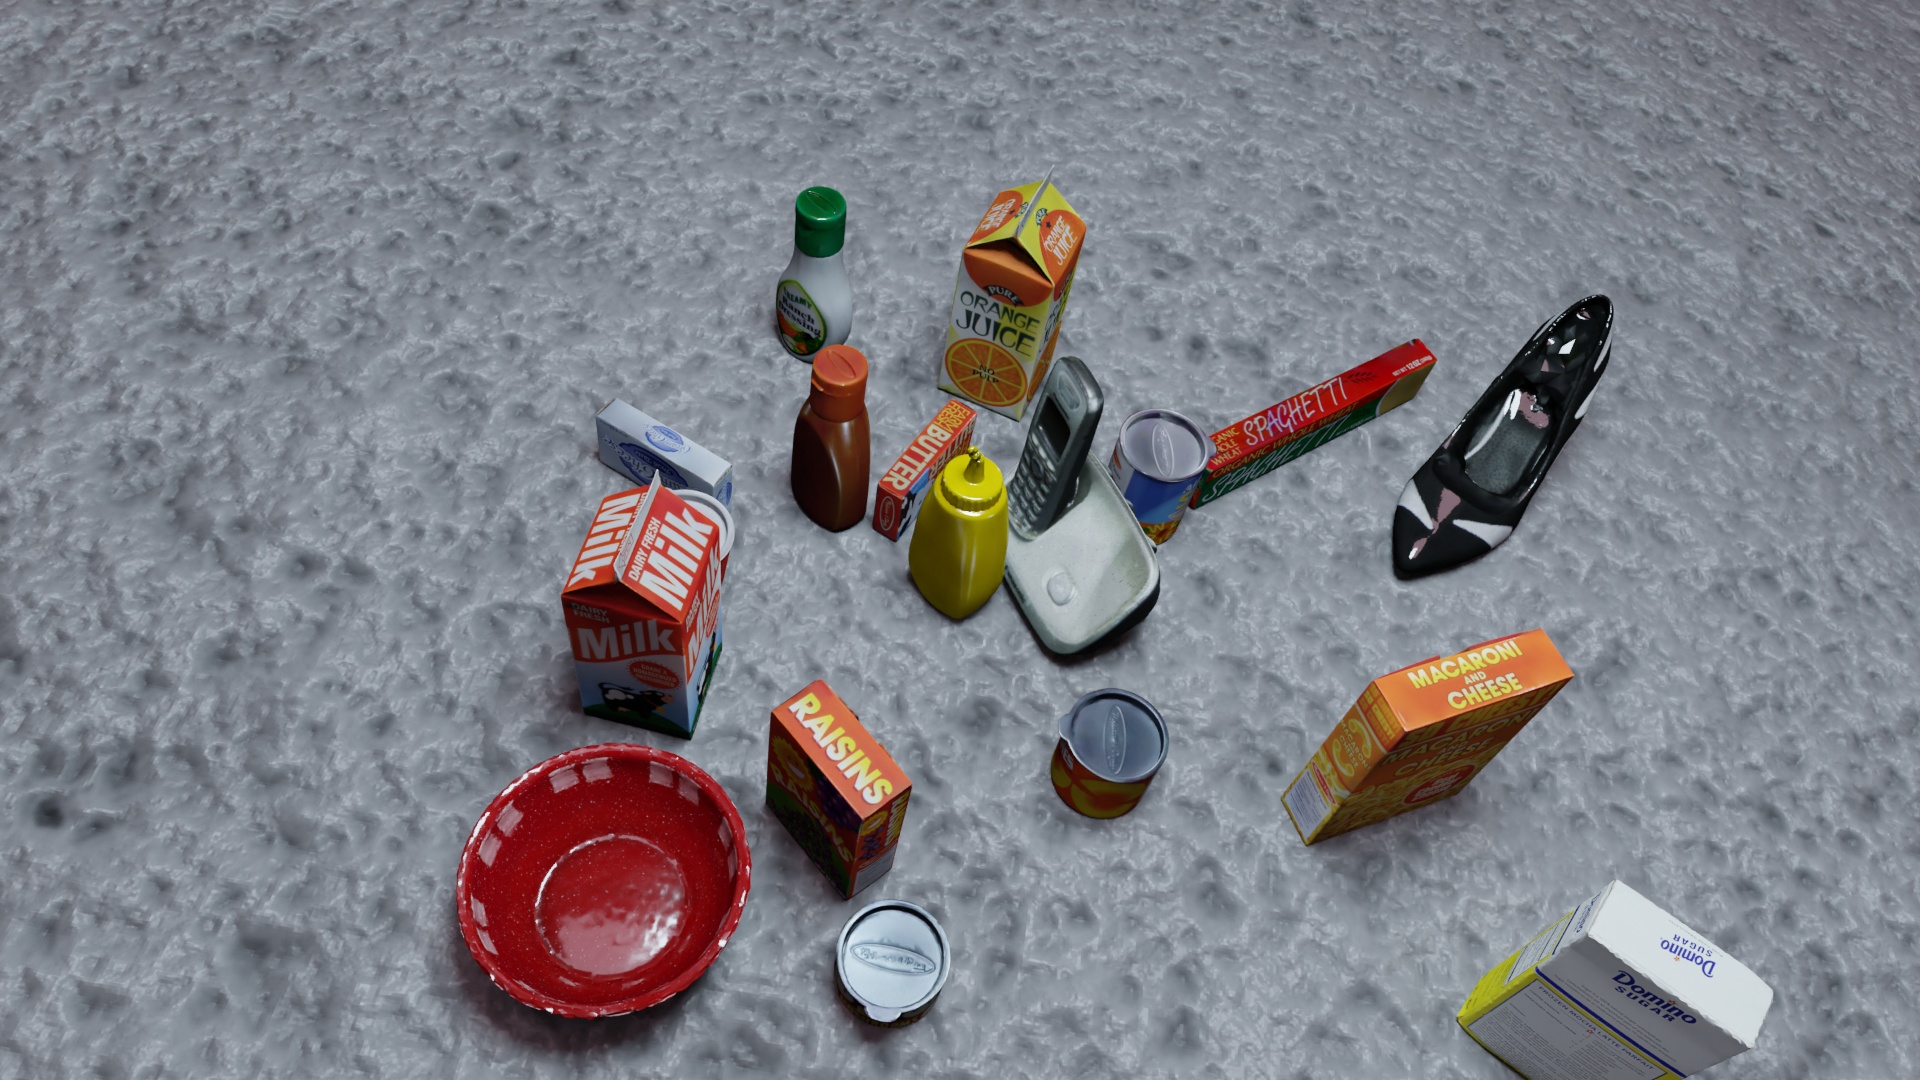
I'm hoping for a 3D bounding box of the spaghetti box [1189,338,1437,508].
[{"bbox_3d":[0.272,-0.094,1.092,0.251,0.050,0.029,-25,62,-24],"label":"spaghetti box"}]

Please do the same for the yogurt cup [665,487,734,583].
[{"bbox_3d":[-0.188,0.008,0.941,0.072,0.053,0.073,4,54,-6],"label":"yogurt cup"}]

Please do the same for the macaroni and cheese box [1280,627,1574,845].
[{"bbox_3d":[0.285,0.124,0.866,0.124,0.165,0.040,-14,58,-18],"label":"macaroni and cheese box"}]

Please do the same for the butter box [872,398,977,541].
[{"bbox_3d":[-0.026,-0.052,1.011,0.024,0.052,0.104,30,56,12],"label":"butter box"}]

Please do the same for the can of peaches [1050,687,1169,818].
[{"bbox_3d":[0.092,0.137,0.892,0.071,0.057,0.071,4,54,-6],"label":"can of peaches"}]

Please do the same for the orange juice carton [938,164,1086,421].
[{"bbox_3d":[0.040,-0.185,1.031,0.073,0.191,0.072,23,55,7],"label":"orange juice carton"}]

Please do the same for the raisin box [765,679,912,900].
[{"bbox_3d":[-0.073,0.148,0.817,0.040,0.122,0.086,-32,65,-27],"label":"raisin box"}]

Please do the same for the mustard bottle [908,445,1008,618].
[{"bbox_3d":[0.003,-0.012,0.921,0.049,0.159,0.065,-36,67,-29],"label":"mustard bottle"}]

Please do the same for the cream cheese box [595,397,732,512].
[{"bbox_3d":[-0.209,-0.055,0.983,0.104,0.053,0.024,30,56,12],"label":"cream cheese box"}]

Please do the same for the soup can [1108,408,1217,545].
[{"bbox_3d":[0.142,-0.044,1.014,0.071,0.083,0.072,4,54,-6],"label":"soup can"}]

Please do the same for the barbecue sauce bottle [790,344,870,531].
[{"bbox_3d":[-0.087,-0.072,0.956,0.044,0.147,0.065,-30,65,-26],"label":"barbecue sauce bottle"}]

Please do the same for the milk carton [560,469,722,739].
[{"bbox_3d":[-0.188,0.040,0.833,0.073,0.189,0.073,13,54,0],"label":"milk carton"}]

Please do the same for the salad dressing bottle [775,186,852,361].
[{"bbox_3d":[-0.108,-0.199,1.044,0.064,0.146,0.044,38,58,17],"label":"salad dressing bottle"}]

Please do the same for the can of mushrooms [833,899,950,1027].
[{"bbox_3d":[-0.041,0.248,0.806,0.071,0.033,0.071,4,54,-6],"label":"can of mushrooms"}]
